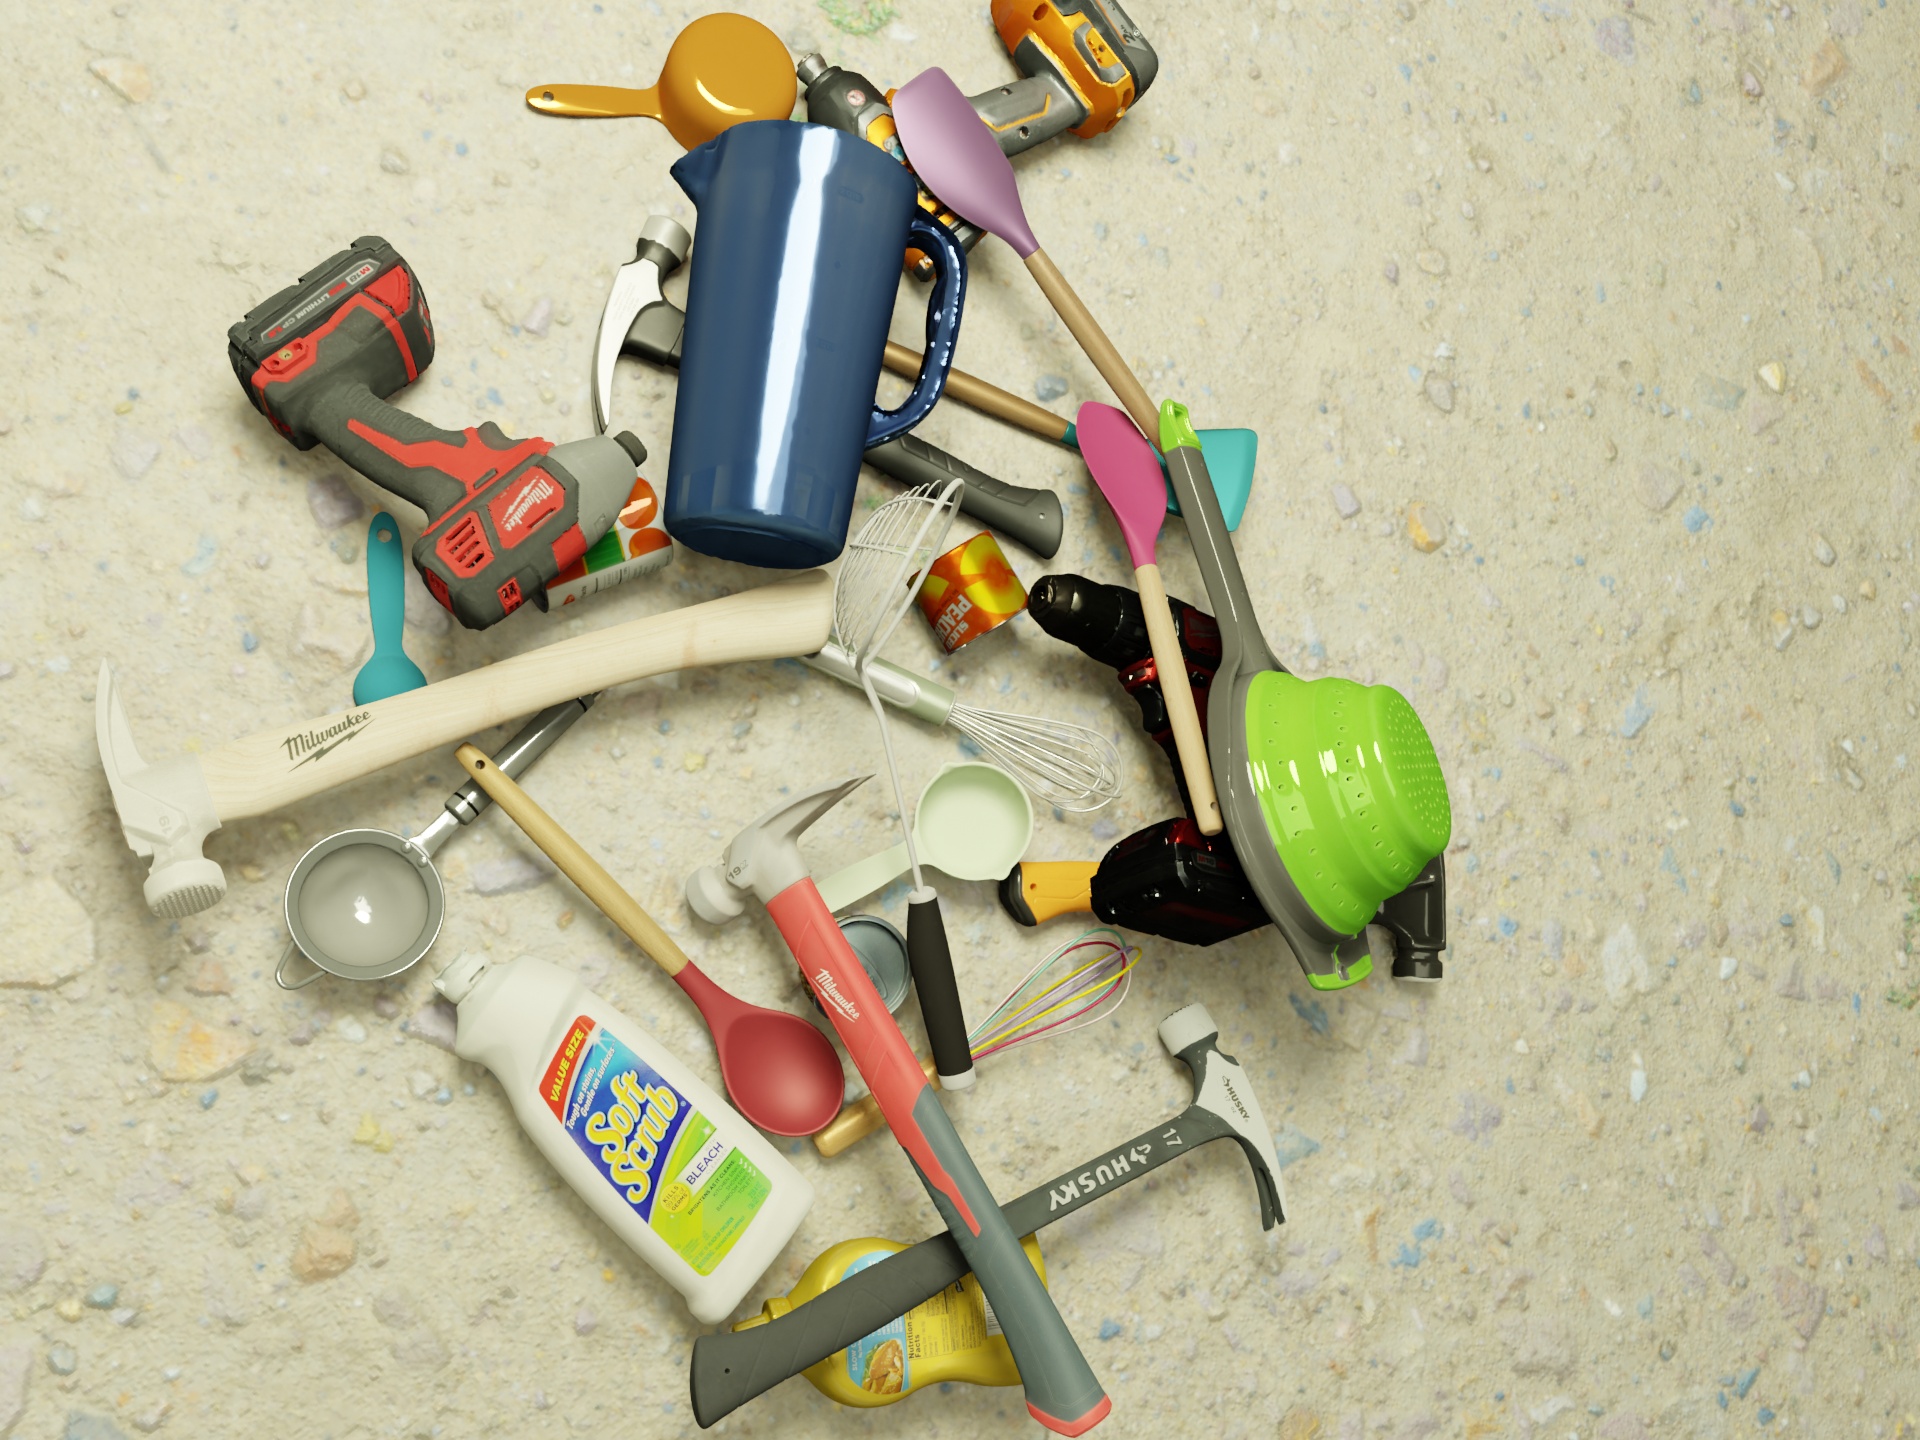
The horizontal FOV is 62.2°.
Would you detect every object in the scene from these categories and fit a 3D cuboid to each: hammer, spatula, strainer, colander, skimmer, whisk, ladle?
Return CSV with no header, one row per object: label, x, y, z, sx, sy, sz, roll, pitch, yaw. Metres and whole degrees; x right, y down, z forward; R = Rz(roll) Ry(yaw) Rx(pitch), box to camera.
hammer,-0.263,-0.024,0.907,0.410,0.038,0.146,-20,68,-23
spatula,0.061,-0.286,1.051,0.060,0.018,0.315,-42,104,-15
strainer,-0.296,0.059,0.925,0.087,0.050,0.258,47,65,-11
colander,0.221,-0.035,1.007,0.204,0.094,0.397,1,70,-58
skimmer,-0.007,0.042,0.956,0.090,0.127,0.363,-11,95,6
hammer,-0.015,0.218,0.910,0.386,0.143,0.038,58,26,11
whisk,0.014,0.204,1.011,0.245,0.047,0.051,-29,126,-16
hammer,-0.080,-0.188,1.040,0.334,0.035,0.146,25,74,-15
hammer,0.024,0.312,0.959,0.409,0.036,0.149,-19,68,-28
ladle,-0.185,0.130,0.945,0.315,0.031,0.069,49,63,-14
hammer,0.187,0.113,1.095,0.336,0.034,0.127,5,82,-19
whisk,-0.002,-0.003,1.038,0.246,0.059,0.058,25,103,-11
spatula,0.052,-0.214,1.087,0.317,0.044,0.082,20,73,-15

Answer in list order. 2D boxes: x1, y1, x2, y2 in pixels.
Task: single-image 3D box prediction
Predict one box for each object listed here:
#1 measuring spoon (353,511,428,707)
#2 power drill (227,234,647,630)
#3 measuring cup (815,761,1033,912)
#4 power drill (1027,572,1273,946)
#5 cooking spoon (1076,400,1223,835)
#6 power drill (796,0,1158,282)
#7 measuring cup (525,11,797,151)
measuring spoon,-0.337,-0.061,0.934,0.042,0.021,0.129,-3,85,-20
power drill,-0.290,-0.164,0.898,0.220,0.078,0.143,42,70,12
measuring cup,-0.033,0.087,1.022,0.167,0.038,0.083,-27,84,-8
power drill,0.125,0.017,1.021,0.187,0.080,0.227,18,57,-35
cooking spoon,0.123,-0.074,1.013,0.068,0.017,0.319,8,58,-32
power drill,0.006,-0.426,1.082,0.226,0.084,0.164,-42,98,-16
measuring cup,-0.188,-0.409,1.020,0.173,0.052,0.095,-8,85,-23
